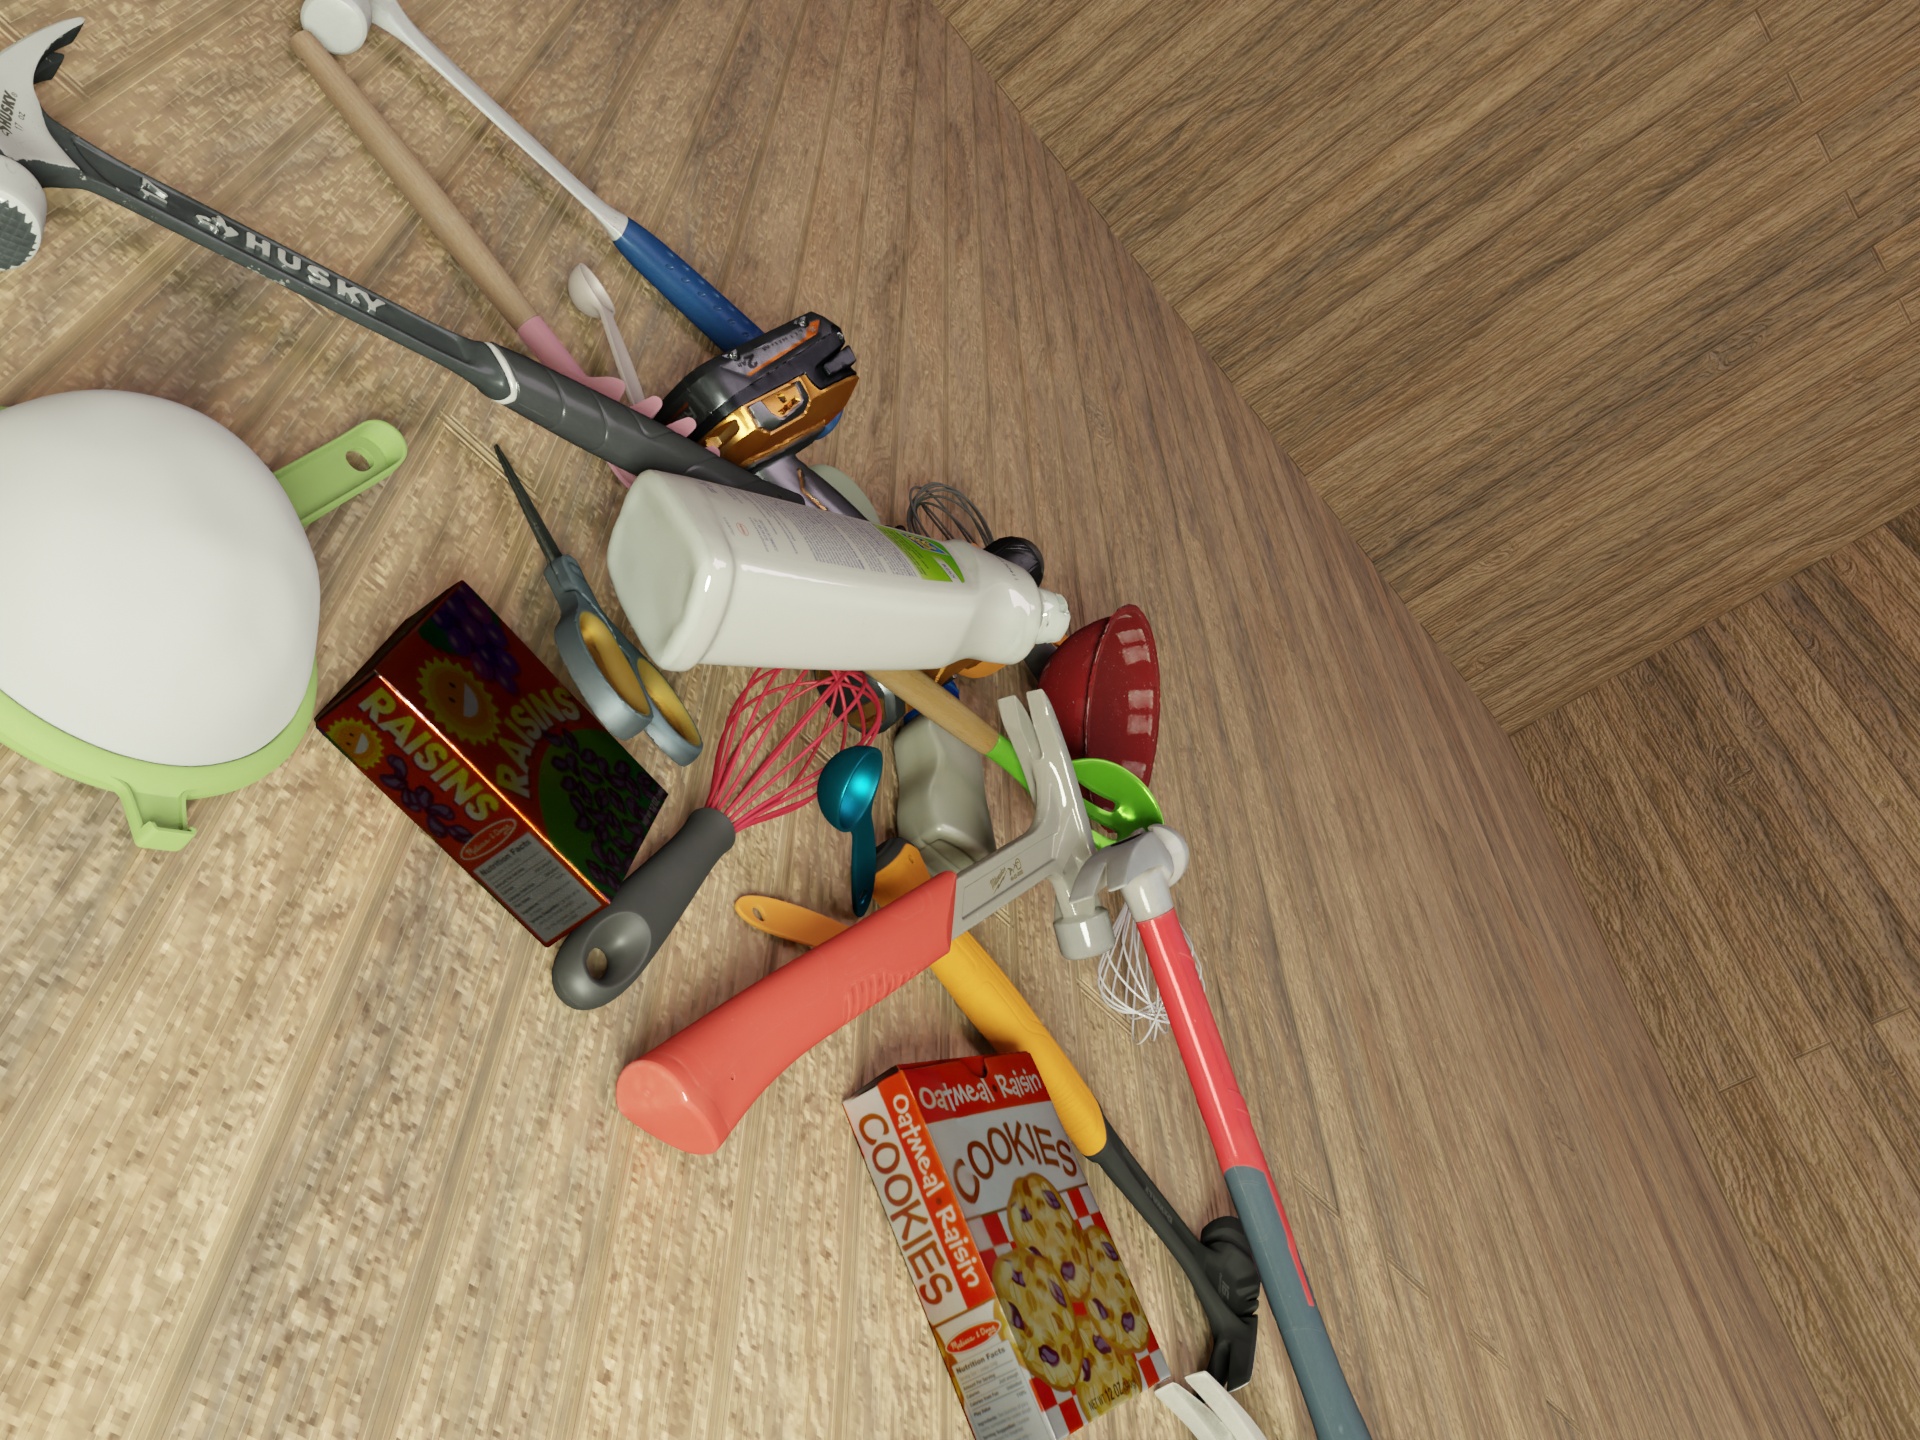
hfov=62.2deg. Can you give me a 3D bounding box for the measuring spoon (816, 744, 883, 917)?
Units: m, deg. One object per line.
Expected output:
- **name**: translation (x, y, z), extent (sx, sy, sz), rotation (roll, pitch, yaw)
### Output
- **measuring spoon**: translation (-0.055, 0.056, 0.770), extent (0.021, 0.128, 0.042), rotation (23, 54, 16)

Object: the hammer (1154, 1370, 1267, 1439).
- **hammer**: translation (0.066, 0.350, 0.677), extent (0.331, 0.031, 0.130), rotation (27, 37, -50)

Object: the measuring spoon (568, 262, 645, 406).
- **measuring spoon**: translation (-0.202, -0.210, 0.908), extent (0.124, 0.018, 0.034), rotation (66, 11, 25)

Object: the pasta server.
- **pasta server**: translation (-0.240, -0.235, 0.841), extent (0.040, 0.060, 0.316), rotation (-42, 96, -31)

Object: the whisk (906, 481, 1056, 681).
- **whisk**: translation (0.036, -0.081, 1.191), extent (0.238, 0.055, 0.055), rotation (52, 22, -21)

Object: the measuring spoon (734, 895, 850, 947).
- **measuring spoon**: translation (-0.068, 0.105, 0.770), extent (0.116, 0.011, 0.021), rotation (27, 36, -45)

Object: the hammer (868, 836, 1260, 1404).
- **hammer**: translation (0.053, 0.203, 0.848), extent (0.337, 0.034, 0.127), rotation (53, 21, -8)

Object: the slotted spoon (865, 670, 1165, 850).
- **slotted spoon**: translation (-0.001, -0.003, 0.886), extent (0.313, 0.031, 0.070), rotation (36, 64, -27)

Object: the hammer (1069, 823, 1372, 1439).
- **hammer**: translation (0.151, 0.248, 0.850), extent (0.386, 0.038, 0.143), rotation (70, 19, 2)

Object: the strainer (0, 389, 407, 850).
- **strainer**: translation (-0.250, -0.077, 0.562), extent (0.151, 0.069, 0.256), rotation (50, 24, -14)

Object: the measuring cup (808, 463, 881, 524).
- **measuring cup**: translation (-0.073, -0.095, 0.988), extent (0.083, 0.038, 0.168), rotation (34, 30, -42)

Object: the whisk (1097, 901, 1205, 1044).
- **whisk**: translation (0.126, 0.121, 1.083), extent (0.070, 0.070, 0.285), rotation (49, 19, -17)

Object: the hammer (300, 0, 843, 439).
- **hammer**: translation (-0.221, -0.320, 0.997), extent (0.405, 0.035, 0.144), rotation (39, 28, -36)

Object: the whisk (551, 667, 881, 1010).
- **whisk**: translation (-0.106, 0.040, 0.723), extent (0.073, 0.073, 0.296), rotation (52, 29, -11)

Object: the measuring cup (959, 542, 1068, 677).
- **measuring cup**: translation (0.028, -0.061, 1.134), extent (0.173, 0.052, 0.095), rotation (27, 36, -53)

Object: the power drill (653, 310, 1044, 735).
- **power drill**: translation (-0.055, -0.125, 0.946), extent (0.185, 0.084, 0.226), rotation (-39, 97, -41)

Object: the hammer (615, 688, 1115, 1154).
- **hammer**: translation (-0.029, 0.092, 0.736), extent (0.359, 0.037, 0.149), rotation (-23, 98, -57)

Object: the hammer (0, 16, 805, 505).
- **hammer**: translation (-0.229, -0.168, 0.718), extent (0.408, 0.036, 0.149), rotation (24, 36, -42)
